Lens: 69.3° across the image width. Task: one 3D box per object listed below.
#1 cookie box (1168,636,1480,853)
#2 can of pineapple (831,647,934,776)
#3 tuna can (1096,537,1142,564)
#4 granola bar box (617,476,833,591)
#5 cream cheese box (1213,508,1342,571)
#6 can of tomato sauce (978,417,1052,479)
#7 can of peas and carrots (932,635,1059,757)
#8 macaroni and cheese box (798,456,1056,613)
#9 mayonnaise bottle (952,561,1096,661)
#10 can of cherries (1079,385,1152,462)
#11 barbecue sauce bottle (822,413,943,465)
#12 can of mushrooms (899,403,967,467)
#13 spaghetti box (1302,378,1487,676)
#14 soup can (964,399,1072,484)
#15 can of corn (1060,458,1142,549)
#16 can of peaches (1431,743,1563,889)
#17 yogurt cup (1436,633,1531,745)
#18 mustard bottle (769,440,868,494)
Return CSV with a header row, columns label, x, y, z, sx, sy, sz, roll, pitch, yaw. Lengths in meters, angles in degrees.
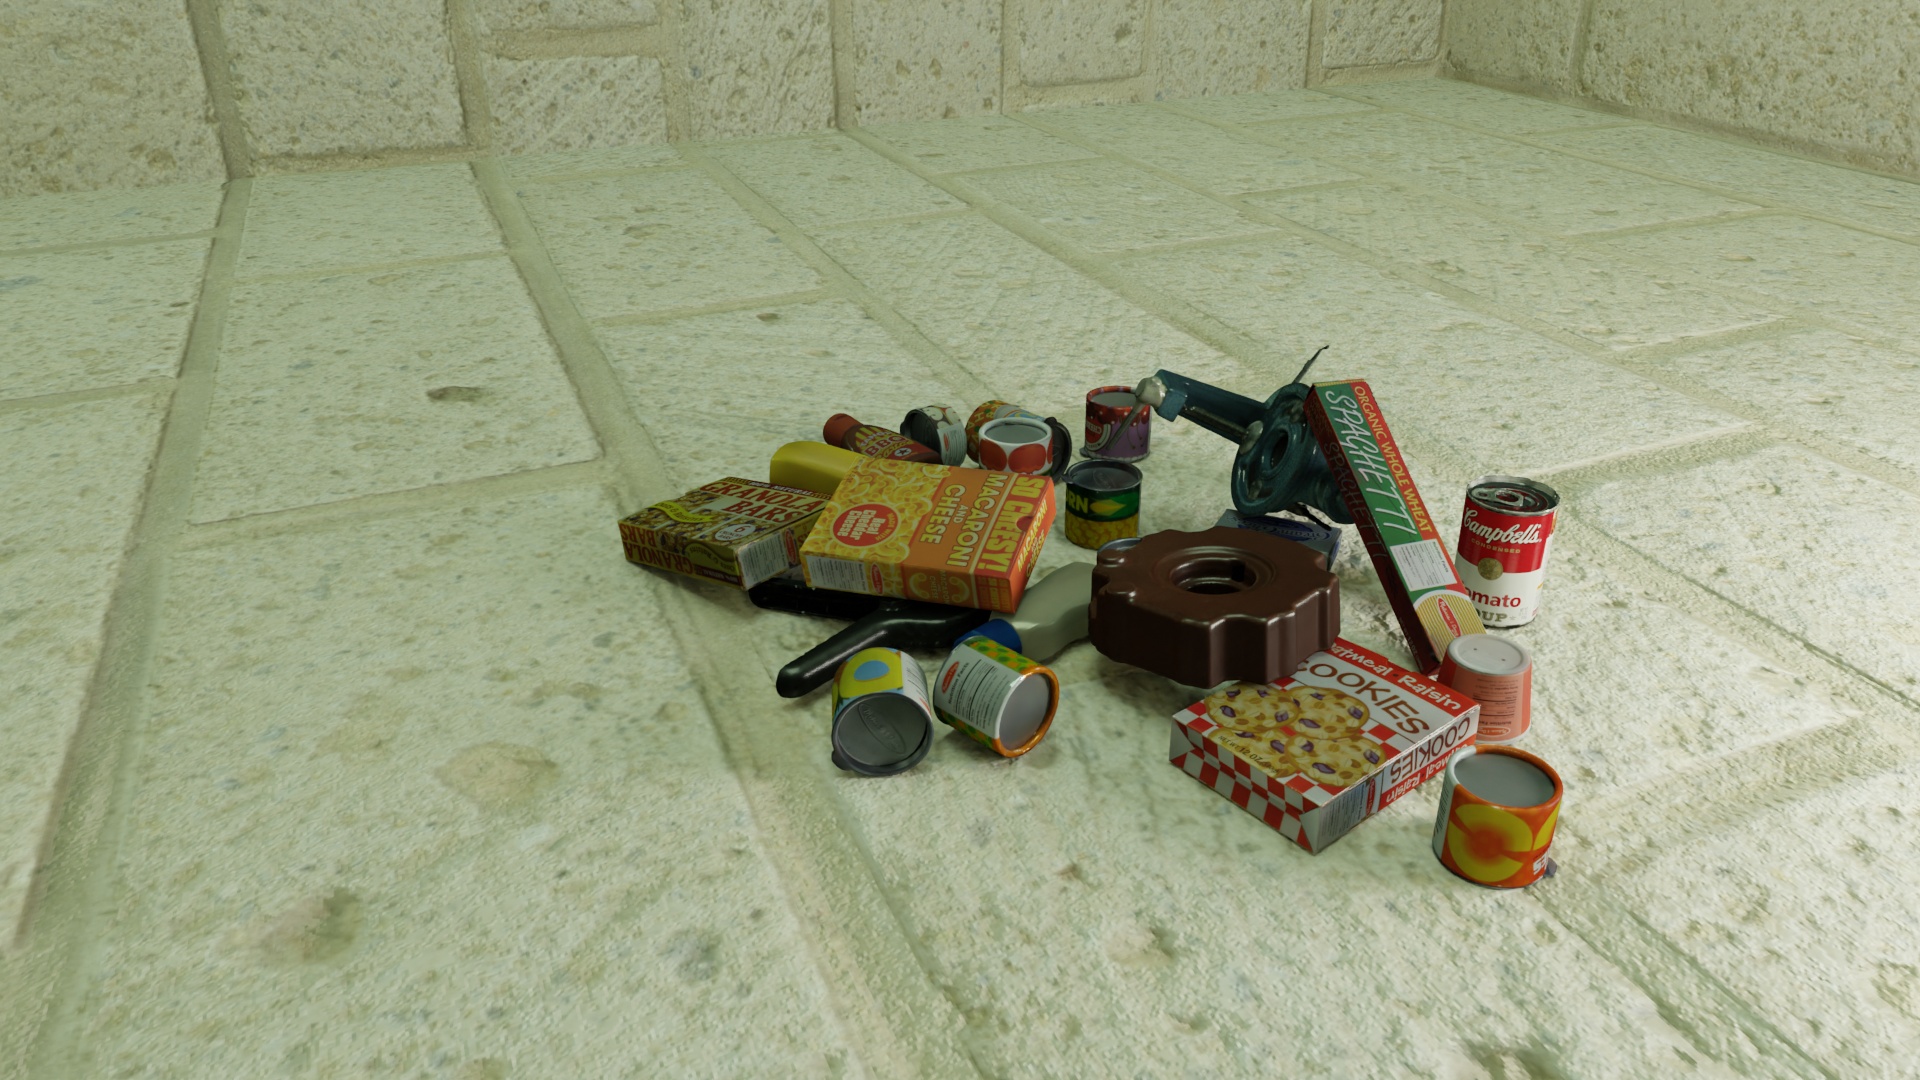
label,x,y,z,sx,sy,sz,roll,pitch,yaw
cookie box,0.240,0.126,0.914,0.168,0.040,0.123,-20,33,-33
can of pineapple,-0.054,0.113,0.918,0.071,0.070,0.058,-3,27,-4
tuna can,0.141,0.027,1.118,0.071,0.032,0.071,0,27,0
granola bar box,-0.188,-0.010,1.160,0.165,0.039,0.125,11,28,42
cream cheese box,0.266,0.001,1.176,0.104,0.024,0.053,12,30,22
can of tomato sauce,0.050,-0.059,1.232,0.071,0.082,0.071,-1,27,0
can of peas and carrots,0.026,0.105,0.934,0.059,0.070,0.071,24,36,38
macaroni and cheese box,-0.023,-0.007,1.069,0.166,0.040,0.124,6,42,18
mayonnaise bottle,0.058,0.062,1.045,0.149,0.041,0.065,-26,35,-38
can of cherries,0.153,-0.115,1.367,0.071,0.058,0.072,0,27,0
barbecue sauce bottle,-0.080,-0.082,1.324,0.065,0.043,0.149,-26,35,-25
can of mushrooms,-0.026,-0.098,1.328,0.033,0.070,0.071,-18,32,-31
spaghetti box,0.330,-0.015,1.059,0.050,0.028,0.251,-8,62,-16
soup can,0.054,-0.094,1.315,0.071,0.071,0.084,-22,34,-36
can of corn,0.121,-0.031,1.205,0.071,0.058,0.071,0,27,0
can of peaches,0.320,0.163,0.822,0.071,0.057,0.071,-1,27,0
yogurt cup,0.357,0.100,0.949,0.072,0.053,0.073,-1,27,1
mustard bottle,-0.090,-0.044,1.234,0.160,0.065,0.049,14,35,15
